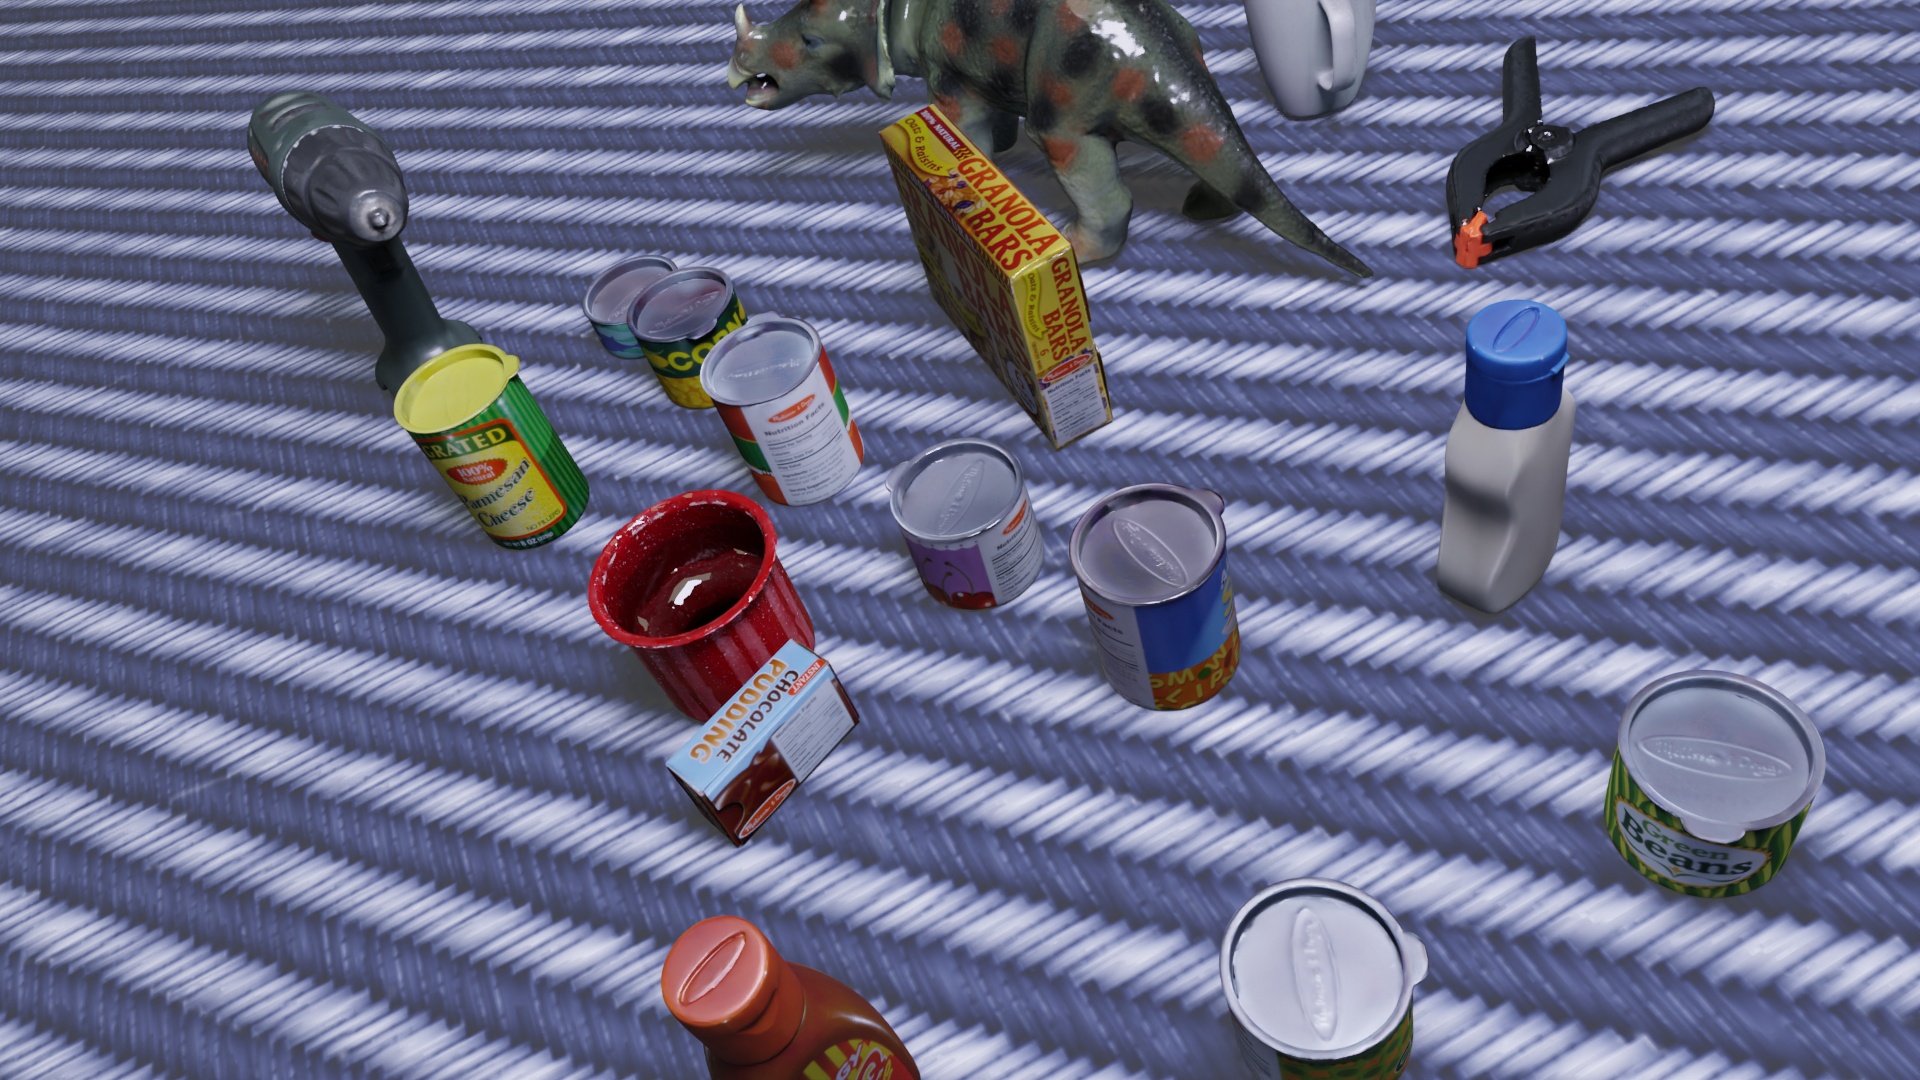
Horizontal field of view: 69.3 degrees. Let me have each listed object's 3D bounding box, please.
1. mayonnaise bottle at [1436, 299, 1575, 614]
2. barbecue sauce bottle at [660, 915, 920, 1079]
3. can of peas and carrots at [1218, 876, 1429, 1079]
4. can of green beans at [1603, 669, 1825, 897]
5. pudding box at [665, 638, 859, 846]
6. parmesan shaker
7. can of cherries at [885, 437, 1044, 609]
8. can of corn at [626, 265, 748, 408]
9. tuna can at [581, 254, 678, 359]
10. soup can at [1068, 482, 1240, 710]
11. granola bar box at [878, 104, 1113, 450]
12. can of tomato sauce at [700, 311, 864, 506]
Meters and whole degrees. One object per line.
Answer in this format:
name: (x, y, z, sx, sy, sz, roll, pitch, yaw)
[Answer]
mayonnaise bottle: (0.228, -0.035, 0.580, 0.041, 0.147, 0.065, 31, 65, 35)
barbecue sauce bottle: (-0.060, 0.179, 0.489, 0.044, 0.147, 0.065, 29, 64, 35)
can of peas and carrots: (0.132, 0.164, 0.501, 0.071, 0.058, 0.071, -9, 49, 10)
can of green beans: (0.278, 0.091, 0.518, 0.071, 0.057, 0.071, -9, 49, 10)
pudding box: (-0.089, 0.092, 0.638, 0.030, 0.049, 0.084, 28, 64, 34)
parmesan shaker: (-0.256, -0.051, 0.777, 0.071, 0.102, 0.072, -9, 49, 11)
can of cherries: (0.002, -0.009, 0.689, 0.071, 0.058, 0.072, -9, 49, 10)
can of corn: (-0.157, -0.120, 0.835, 0.071, 0.058, 0.071, -9, 49, 10)
tuna can: (-0.204, -0.149, 0.891, 0.071, 0.032, 0.071, -9, 49, 10)
soup can: (0.091, 0.025, 0.616, 0.071, 0.083, 0.072, -9, 49, 10)
granola bar box: (0.019, -0.145, 0.756, 0.039, 0.123, 0.166, -28, 48, -7)
can of tomato sauce: (-0.095, -0.071, 0.757, 0.071, 0.082, 0.071, -9, 49, 10)
